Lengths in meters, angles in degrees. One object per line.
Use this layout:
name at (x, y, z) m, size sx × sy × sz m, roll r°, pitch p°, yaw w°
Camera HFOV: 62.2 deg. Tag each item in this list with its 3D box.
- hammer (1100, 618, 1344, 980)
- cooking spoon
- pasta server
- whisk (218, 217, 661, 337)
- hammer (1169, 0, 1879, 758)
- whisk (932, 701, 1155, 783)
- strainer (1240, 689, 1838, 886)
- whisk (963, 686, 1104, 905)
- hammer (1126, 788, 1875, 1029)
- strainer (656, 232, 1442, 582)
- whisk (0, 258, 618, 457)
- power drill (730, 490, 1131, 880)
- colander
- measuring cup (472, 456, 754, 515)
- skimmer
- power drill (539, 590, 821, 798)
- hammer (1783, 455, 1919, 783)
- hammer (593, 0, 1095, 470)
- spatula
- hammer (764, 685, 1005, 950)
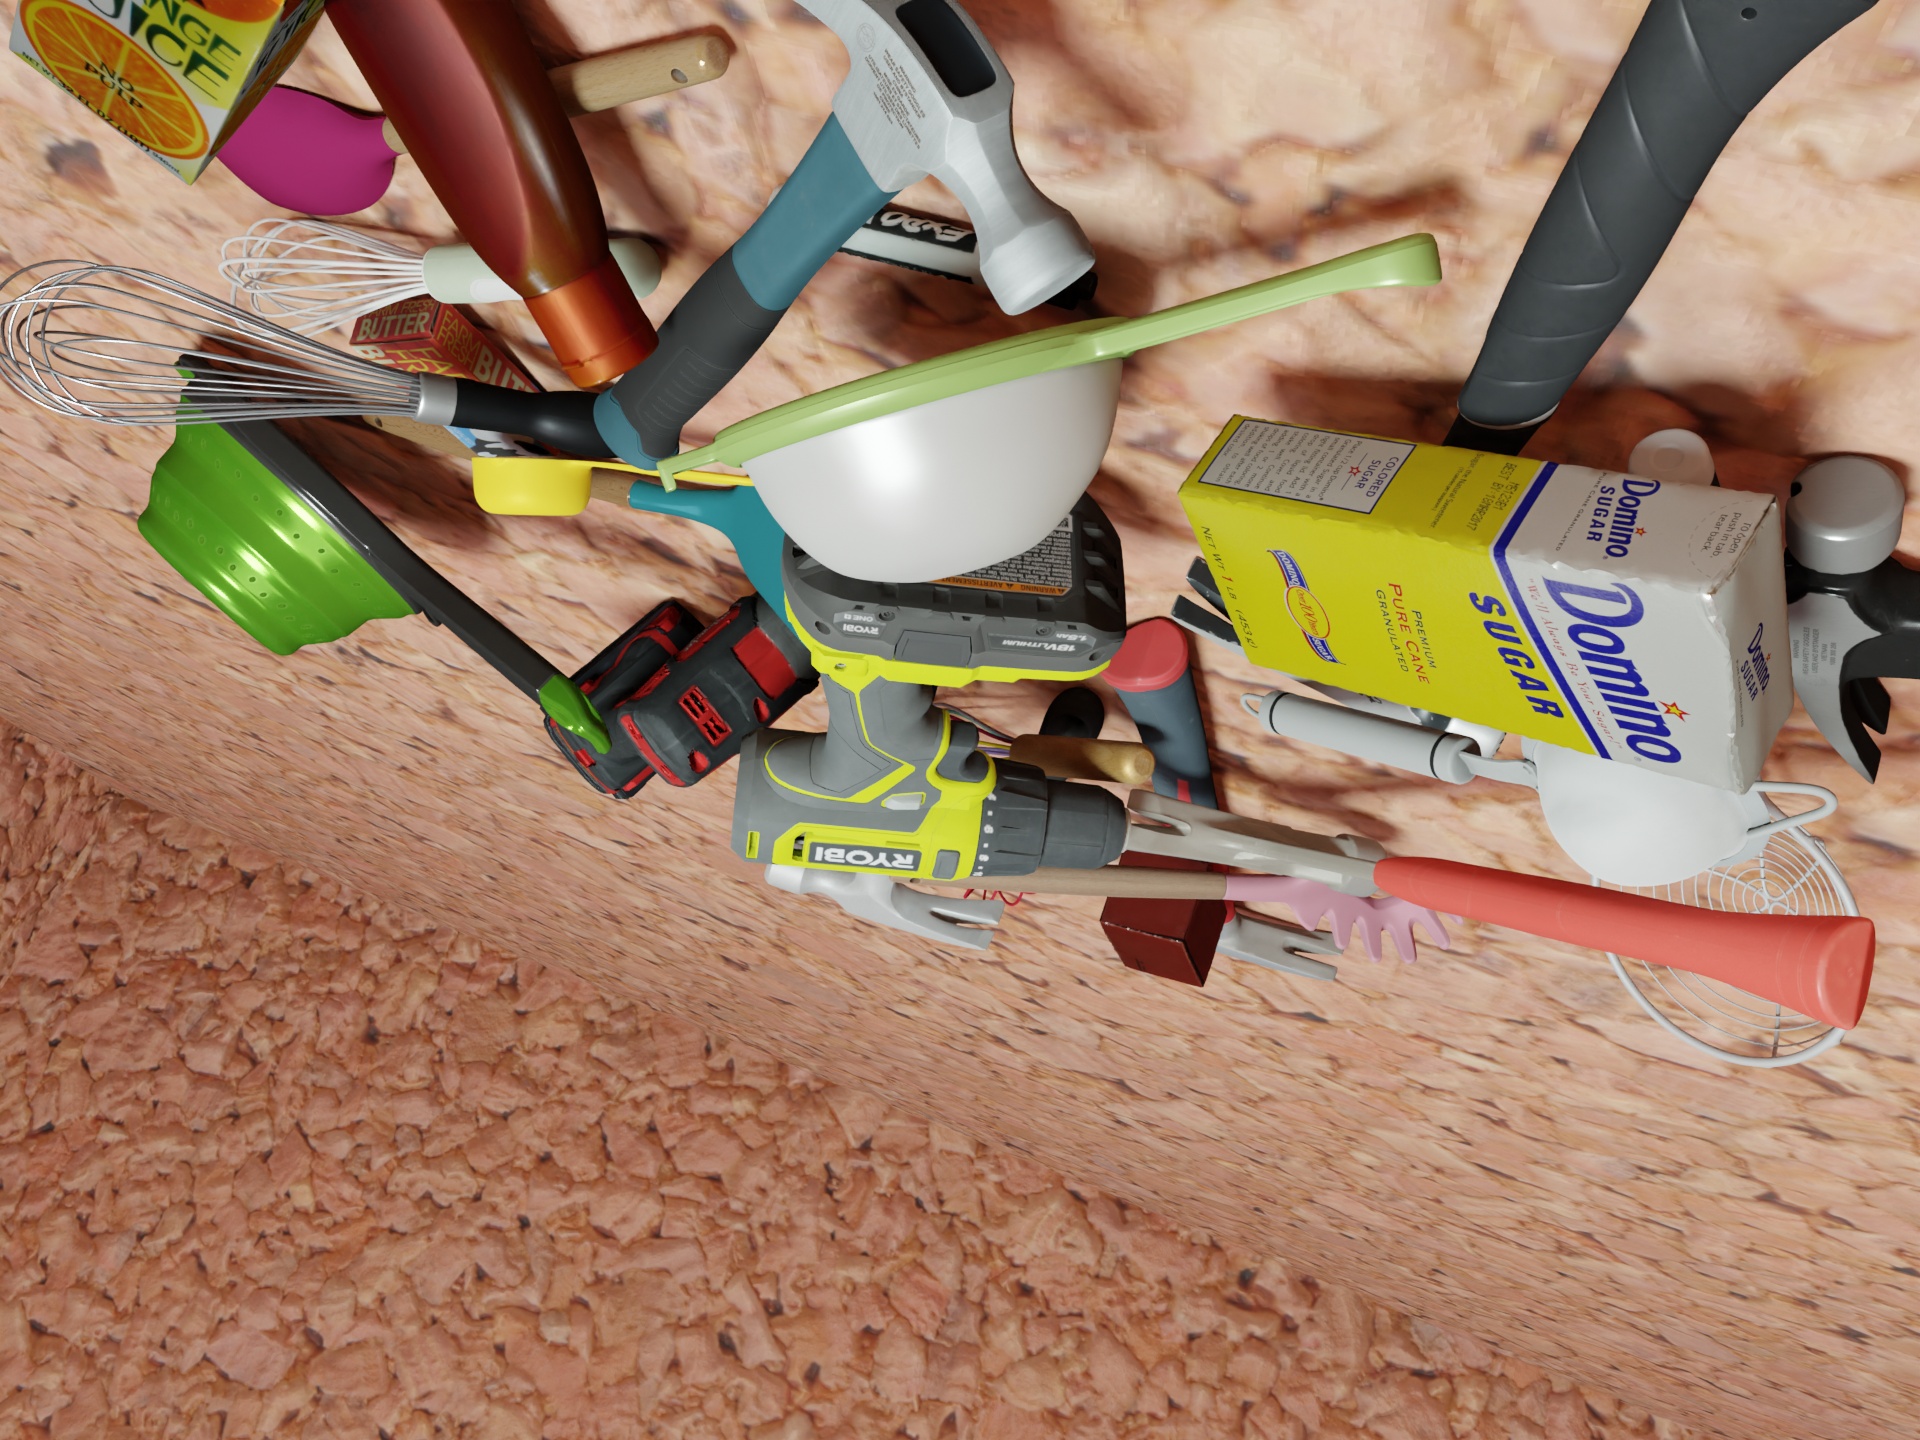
hammer at (0.145, 0.058, 0.899) m, size 0.143 × 0.038 × 0.385 m, roll 15°, pitch 157°, yaw 20°
cooking spoon at (-0.201, -0.228, 0.608) m, size 0.319 × 0.017 × 0.068 m, roll 7°, pitch 153°, yaw 39°
pasta server at (0.118, 0.095, 0.866) m, size 0.316 × 0.040 × 0.060 m, roll 4°, pitch 135°, yaw -10°
whisk at (-0.230, -0.193, 0.689) m, size 0.246 × 0.059 × 0.057 m, roll 7°, pitch 168°, yaw 27°
hammer at (0.165, -0.095, 0.513) m, size 0.149 × 0.036 × 0.408 m, roll 22°, pitch 159°, yaw 8°
whisk at (0.026, 0.018, 0.874) m, size 0.245 × 0.051 × 0.047 m, roll 3°, pitch 126°, yaw 57°
strainer at (0.194, 0.019, 0.604) m, size 0.086 × 0.050 × 0.259 m, roll 48°, pitch 164°, yaw -30°
whisk at (0.042, 0.051, 0.975) m, size 0.073 × 0.073 × 0.295 m, roll 24°, pitch 153°, yaw 1°
hammer at (0.210, 0.071, 0.668) m, size 0.149 × 0.037 × 0.359 m, roll 13°, pitch 178°, yaw -21°
strainer at (0.036, -0.091, 0.515) m, size 0.256 × 0.151 × 0.069 m, roll -7°, pitch 101°, yaw 39°
whisk at (-0.263, -0.146, 0.694) m, size 0.284 × 0.070 × 0.070 m, roll 4°, pitch 172°, yaw -33°
power drill at (-0.001, -0.002, 0.703) m, size 0.190 × 0.080 × 0.228 m, roll 6°, pitch 144°, yaw -6°
colander at (-0.343, -0.065, 0.882) m, size 0.397 × 0.094 × 0.204 m, roll 35°, pitch 165°, yaw 30°
measuring cup at (-0.163, -0.109, 0.762) m, size 0.156 × 0.029 × 0.062 m, roll 7°, pitch -170°, yaw 19°
skimmer at (0.268, 0.029, 0.590) m, size 0.127 × 0.090 × 0.362 m, roll 44°, pitch 180°, yaw 41°
power drill at (-0.146, -0.023, 0.891) m, size 0.078 × 0.143 × 0.220 m, roll 53°, pitch 156°, yaw -15°
hammer at (0.417, -0.008, 0.449) m, size 0.335 × 0.035 × 0.146 m, roll 10°, pitch 155°, yaw 32°
hammer at (-0.073, -0.150, 0.559) m, size 0.128 × 0.033 × 0.331 m, roll 60°, pitch 153°, yaw -7°
spatula at (-0.196, -0.121, 0.825) m, size 0.318 × 0.044 × 0.082 m, roll 18°, pitch 128°, yaw 21°
hammer at (-0.025, 0.001, 0.813) m, size 0.144 × 0.035 × 0.405 m, roll 20°, pitch 145°, yaw 6°
